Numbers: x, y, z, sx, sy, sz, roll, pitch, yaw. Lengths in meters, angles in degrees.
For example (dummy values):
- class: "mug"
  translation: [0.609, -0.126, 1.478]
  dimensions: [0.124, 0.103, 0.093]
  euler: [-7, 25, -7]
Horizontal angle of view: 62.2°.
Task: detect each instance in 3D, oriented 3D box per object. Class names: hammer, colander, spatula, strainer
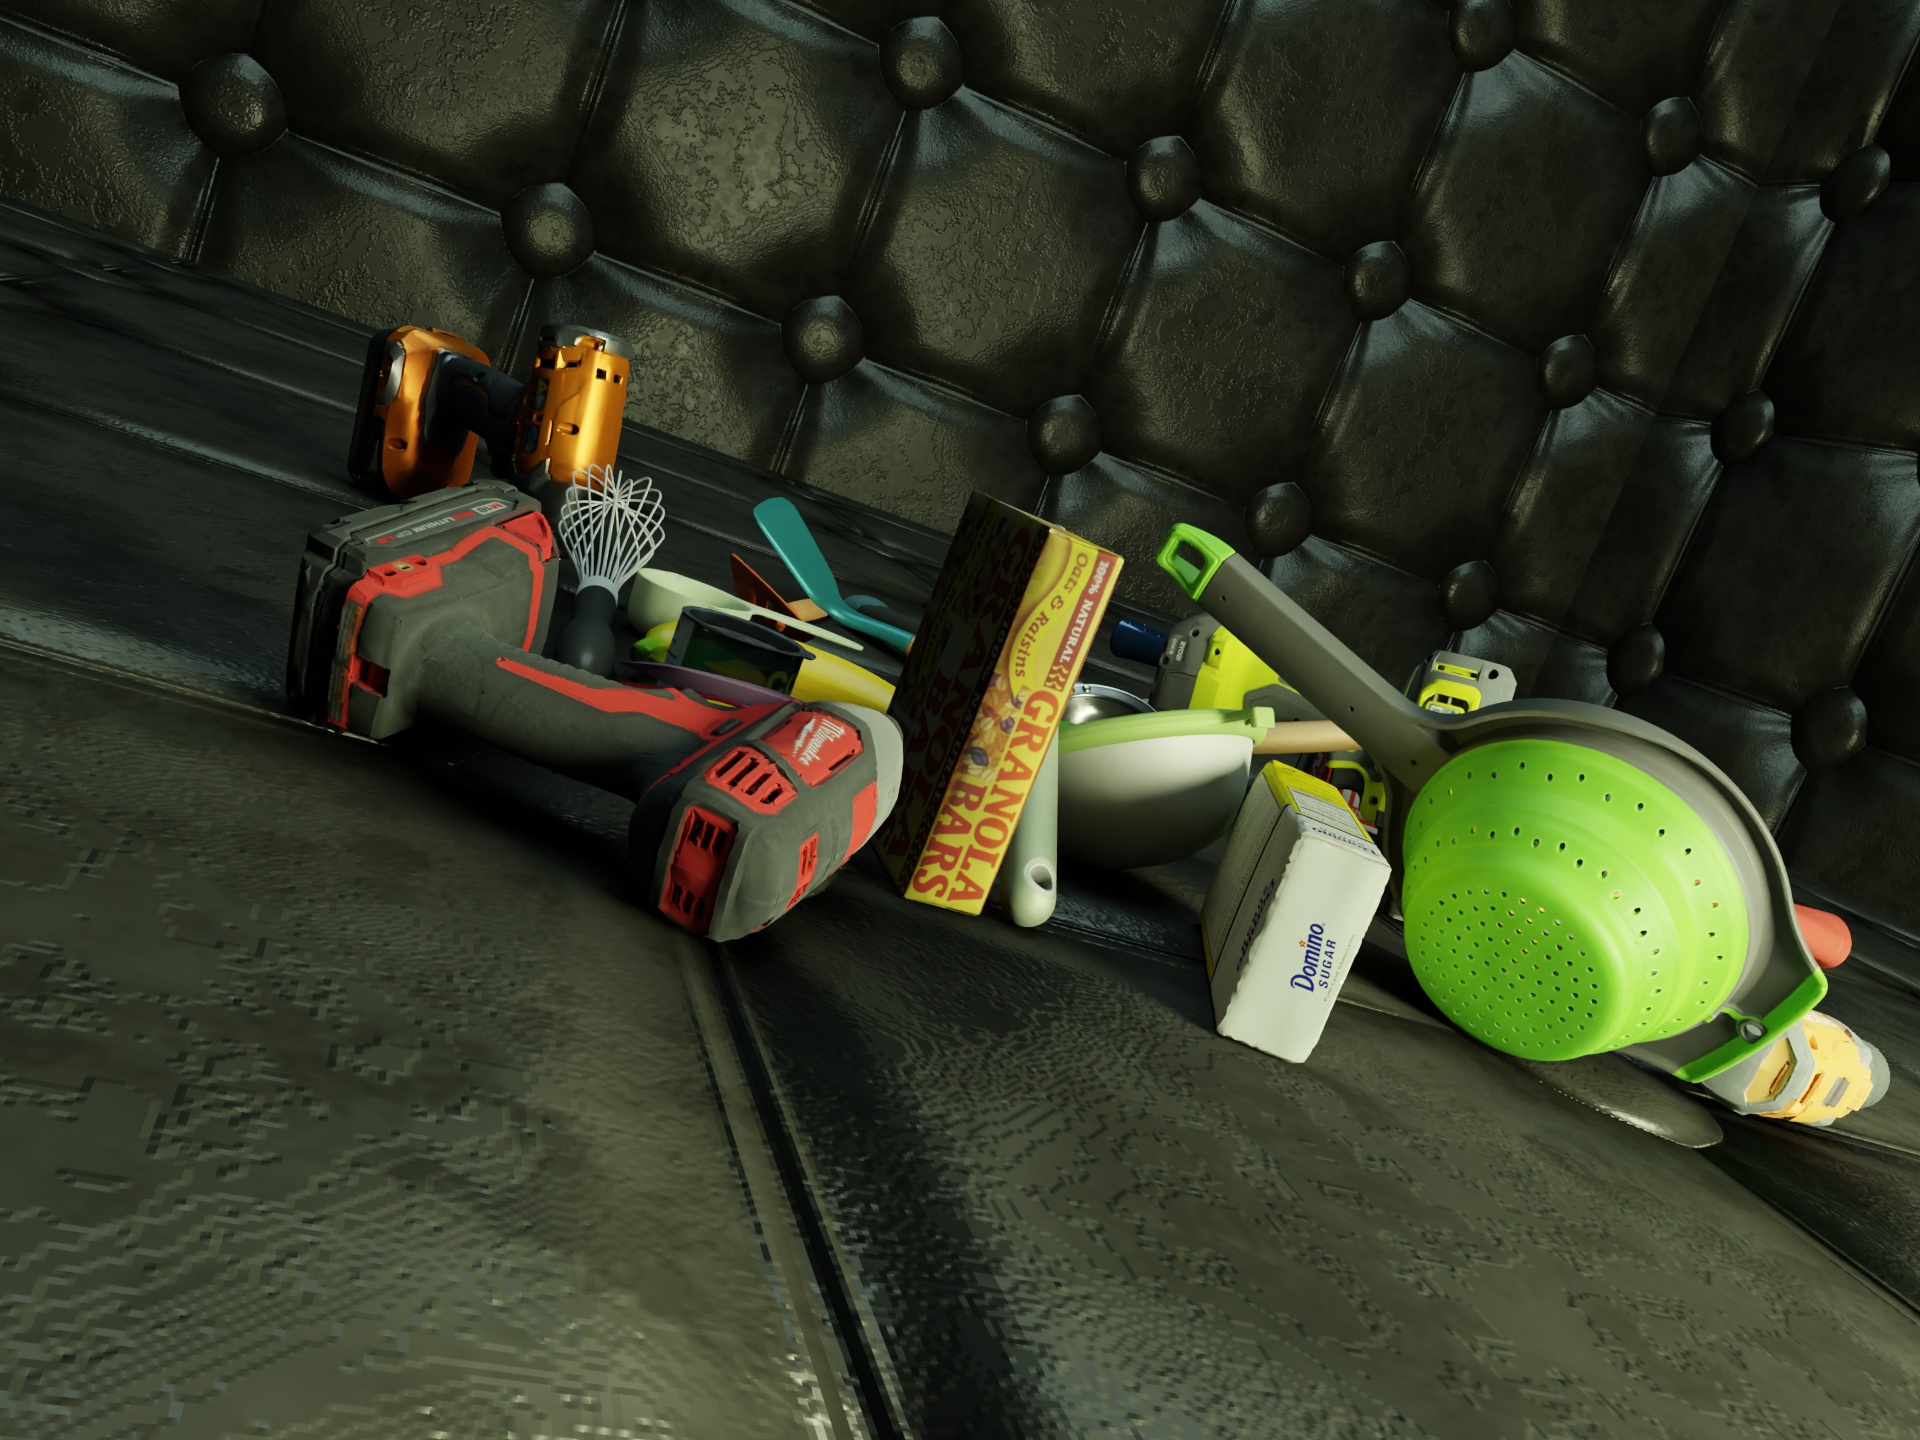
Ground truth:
- class: "hammer"
  translation: [0.437, 0.091, 0.976]
  dimensions: [0.358, 0.036, 0.149]
  euler: [20, 16, -35]
- class: "colander"
  translation: [0.232, 0.045, 0.809]
  dimensions: [0.397, 0.204, 0.094]
  euler: [43, 48, 15]
- class: "spatula"
  translation: [-0.123, -0.090, 1.235]
  dimensions: [0.081, 0.041, 0.322]
  euler: [45, 9, 0]
- class: "hammer"
  translation: [0.292, 0.002, 1.186]
  dimensions: [0.406, 0.035, 0.144]
  euler: [24, 12, 33]
- class: "spatula"
  translation: [-0.008, -0.047, 1.078]
  dimensions: [0.317, 0.044, 0.082]
  euler: [32, 17, 1]
- class: "strainer"
  translation: [0.096, 0.052, 0.884]
  dimensions: [0.151, 0.069, 0.256]
  euler: [-9, -12, 6]
- class: "spatula"
  translation: [-0.043, 0.011, 0.808]
  dimensions: [0.060, 0.018, 0.315]
  euler: [7, -9, 36]
- class: "hammer"
  translation: [0.007, -0.047, 1.231]
  dimensions: [0.128, 0.033, 0.331]
  euler: [8, 11, -38]
- class: "strainer"
  translation: [0.069, -0.037, 1.078]
  dimensions: [0.087, 0.050, 0.259]
  euler: [-5, 45, -21]

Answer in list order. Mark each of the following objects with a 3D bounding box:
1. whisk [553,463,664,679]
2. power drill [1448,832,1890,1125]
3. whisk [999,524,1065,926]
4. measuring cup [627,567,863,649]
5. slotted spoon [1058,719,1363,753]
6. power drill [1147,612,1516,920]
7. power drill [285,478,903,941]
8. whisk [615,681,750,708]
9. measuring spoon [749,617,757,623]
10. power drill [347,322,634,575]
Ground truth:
- class: "whisk"
  translation: [-0.202, -0.080, 0.896]
  dimensions: [0.070, 0.070, 0.285]
  euler: [18, 23, -17]
- class: "power drill"
  translation: [0.427, 0.158, 0.943]
  dimensions: [0.185, 0.084, 0.226]
  euler: [16, 15, -41]
- class: "whisk"
  translation: [0.034, -0.006, 0.761]
  dimensions: [0.057, 0.059, 0.247]
  euler: [29, 43, -25]
- class: "measuring cup"
  translation: [-0.138, -0.055, 1.031]
  dimensions: [0.167, 0.038, 0.083]
  euler: [17, 10, -35]
- class: "slotted spoon"
  translation: [0.161, 0.012, 0.951]
  dimensions: [0.313, 0.031, 0.070]
  euler: [-2, -15, -6]
- class: "power drill"
  translation: [0.235, 0.023, 1.054]
  dimensions: [0.223, 0.171, 0.080]
  euler: [17, 4, 34]
- class: "power drill"
  translation: [-0.128, -0.008, 0.602]
  dimensions: [0.220, 0.078, 0.143]
  euler: [27, 28, 14]
- class: "whisk"
  translation: [-0.173, -0.008, 0.691]
  dimensions: [0.245, 0.047, 0.051]
  euler: [18, -3, 5]
- class: "measuring spoon"
  translation: [-0.167, -0.083, 1.171]
  dimensions: [0.034, 0.018, 0.124]
  euler: [24, 9, 16]
- class: "power drill"
  translation: [-0.319, -0.186, 1.077]
  dimensions: [0.227, 0.164, 0.084]
  euler: [13, 3, 37]
